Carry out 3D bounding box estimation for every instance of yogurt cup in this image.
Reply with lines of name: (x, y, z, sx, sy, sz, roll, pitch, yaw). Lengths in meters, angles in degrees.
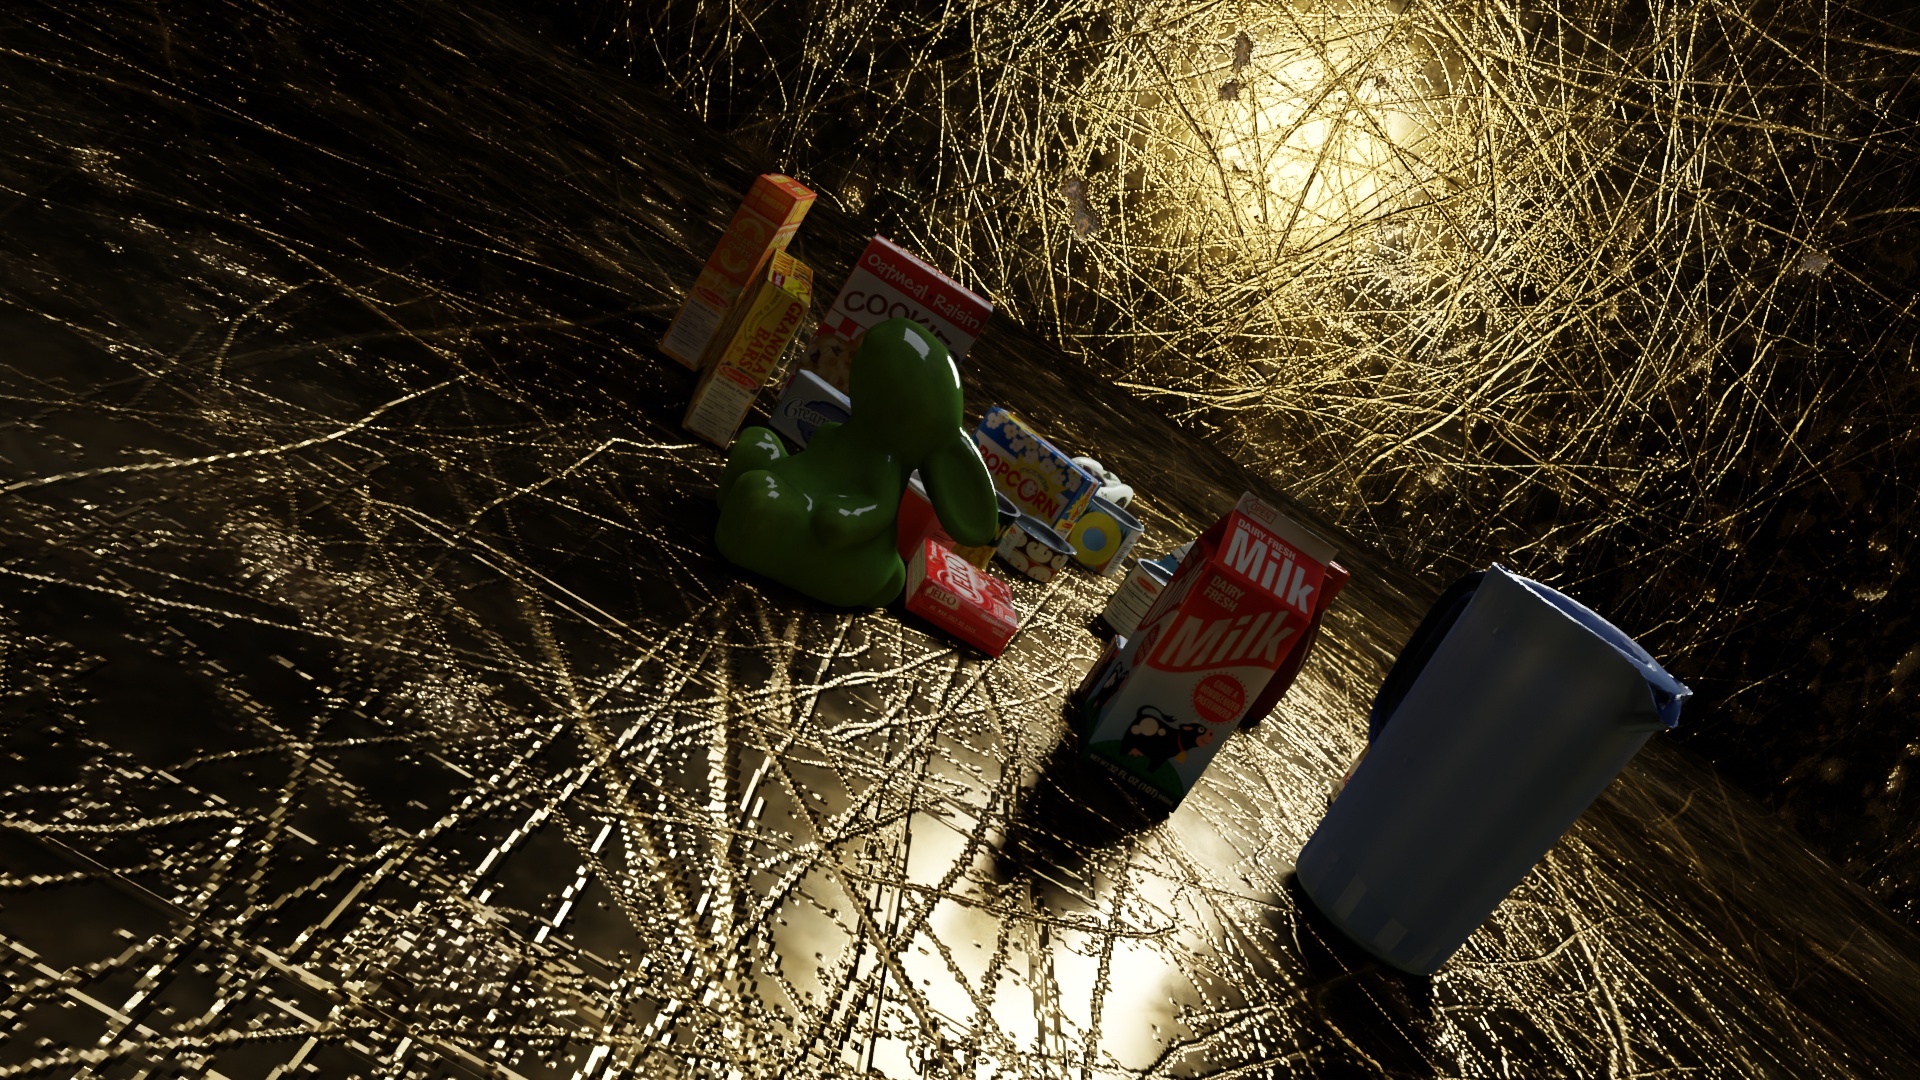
yogurt cup: (-0.028, -0.015, 1.029, 0.072, 0.054, 0.072, 31, 14, -8)

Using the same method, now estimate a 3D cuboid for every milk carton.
milk carton: (0.153, 0.066, 0.869, 0.072, 0.190, 0.073, 32, 13, -5)

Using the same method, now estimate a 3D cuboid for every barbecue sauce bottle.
barbecue sauce bottle: (0.273, 0.079, 1.180, 0.065, 0.148, 0.044, 35, 13, 7)

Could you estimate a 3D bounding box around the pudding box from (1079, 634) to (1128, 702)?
pudding box: (0.131, 0.108, 0.971, 0.084, 0.049, 0.030, 31, 13, -7)

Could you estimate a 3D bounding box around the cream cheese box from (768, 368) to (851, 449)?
cream cheese box: (-0.100, -0.089, 1.124, 0.104, 0.053, 0.024, 36, 13, 11)

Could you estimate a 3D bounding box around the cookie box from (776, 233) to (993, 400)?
cookie box: (-0.067, -0.168, 1.233, 0.123, 0.167, 0.040, 31, 13, -10)

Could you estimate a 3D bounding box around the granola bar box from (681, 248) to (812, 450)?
granola bar box: (-0.159, -0.150, 1.053, 0.039, 0.124, 0.166, 30, 14, -14)

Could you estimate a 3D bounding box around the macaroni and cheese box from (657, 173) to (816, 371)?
macaroni and cheese box: (-0.188, -0.231, 1.179, 0.040, 0.166, 0.124, 32, 13, -7)

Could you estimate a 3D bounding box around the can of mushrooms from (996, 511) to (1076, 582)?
can of mushrooms: (0.064, 0.006, 1.205, 0.071, 0.033, 0.071, 31, 14, -8)

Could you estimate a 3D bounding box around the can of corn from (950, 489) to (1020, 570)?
can of corn: (0.004, -0.014, 1.088, 0.071, 0.058, 0.071, 31, 14, -8)

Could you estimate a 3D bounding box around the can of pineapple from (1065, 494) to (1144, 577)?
can of pineapple: (0.135, -0.007, 1.358, 0.071, 0.057, 0.071, 31, 14, -8)

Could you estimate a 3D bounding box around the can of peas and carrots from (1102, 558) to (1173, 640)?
can of peas and carrots: (0.166, 0.058, 1.204, 0.071, 0.058, 0.071, 31, 14, -8)

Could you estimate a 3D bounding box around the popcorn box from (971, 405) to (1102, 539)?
popcorn box: (0.059, -0.055, 1.297, 0.127, 0.085, 0.038, 40, 15, 28)
